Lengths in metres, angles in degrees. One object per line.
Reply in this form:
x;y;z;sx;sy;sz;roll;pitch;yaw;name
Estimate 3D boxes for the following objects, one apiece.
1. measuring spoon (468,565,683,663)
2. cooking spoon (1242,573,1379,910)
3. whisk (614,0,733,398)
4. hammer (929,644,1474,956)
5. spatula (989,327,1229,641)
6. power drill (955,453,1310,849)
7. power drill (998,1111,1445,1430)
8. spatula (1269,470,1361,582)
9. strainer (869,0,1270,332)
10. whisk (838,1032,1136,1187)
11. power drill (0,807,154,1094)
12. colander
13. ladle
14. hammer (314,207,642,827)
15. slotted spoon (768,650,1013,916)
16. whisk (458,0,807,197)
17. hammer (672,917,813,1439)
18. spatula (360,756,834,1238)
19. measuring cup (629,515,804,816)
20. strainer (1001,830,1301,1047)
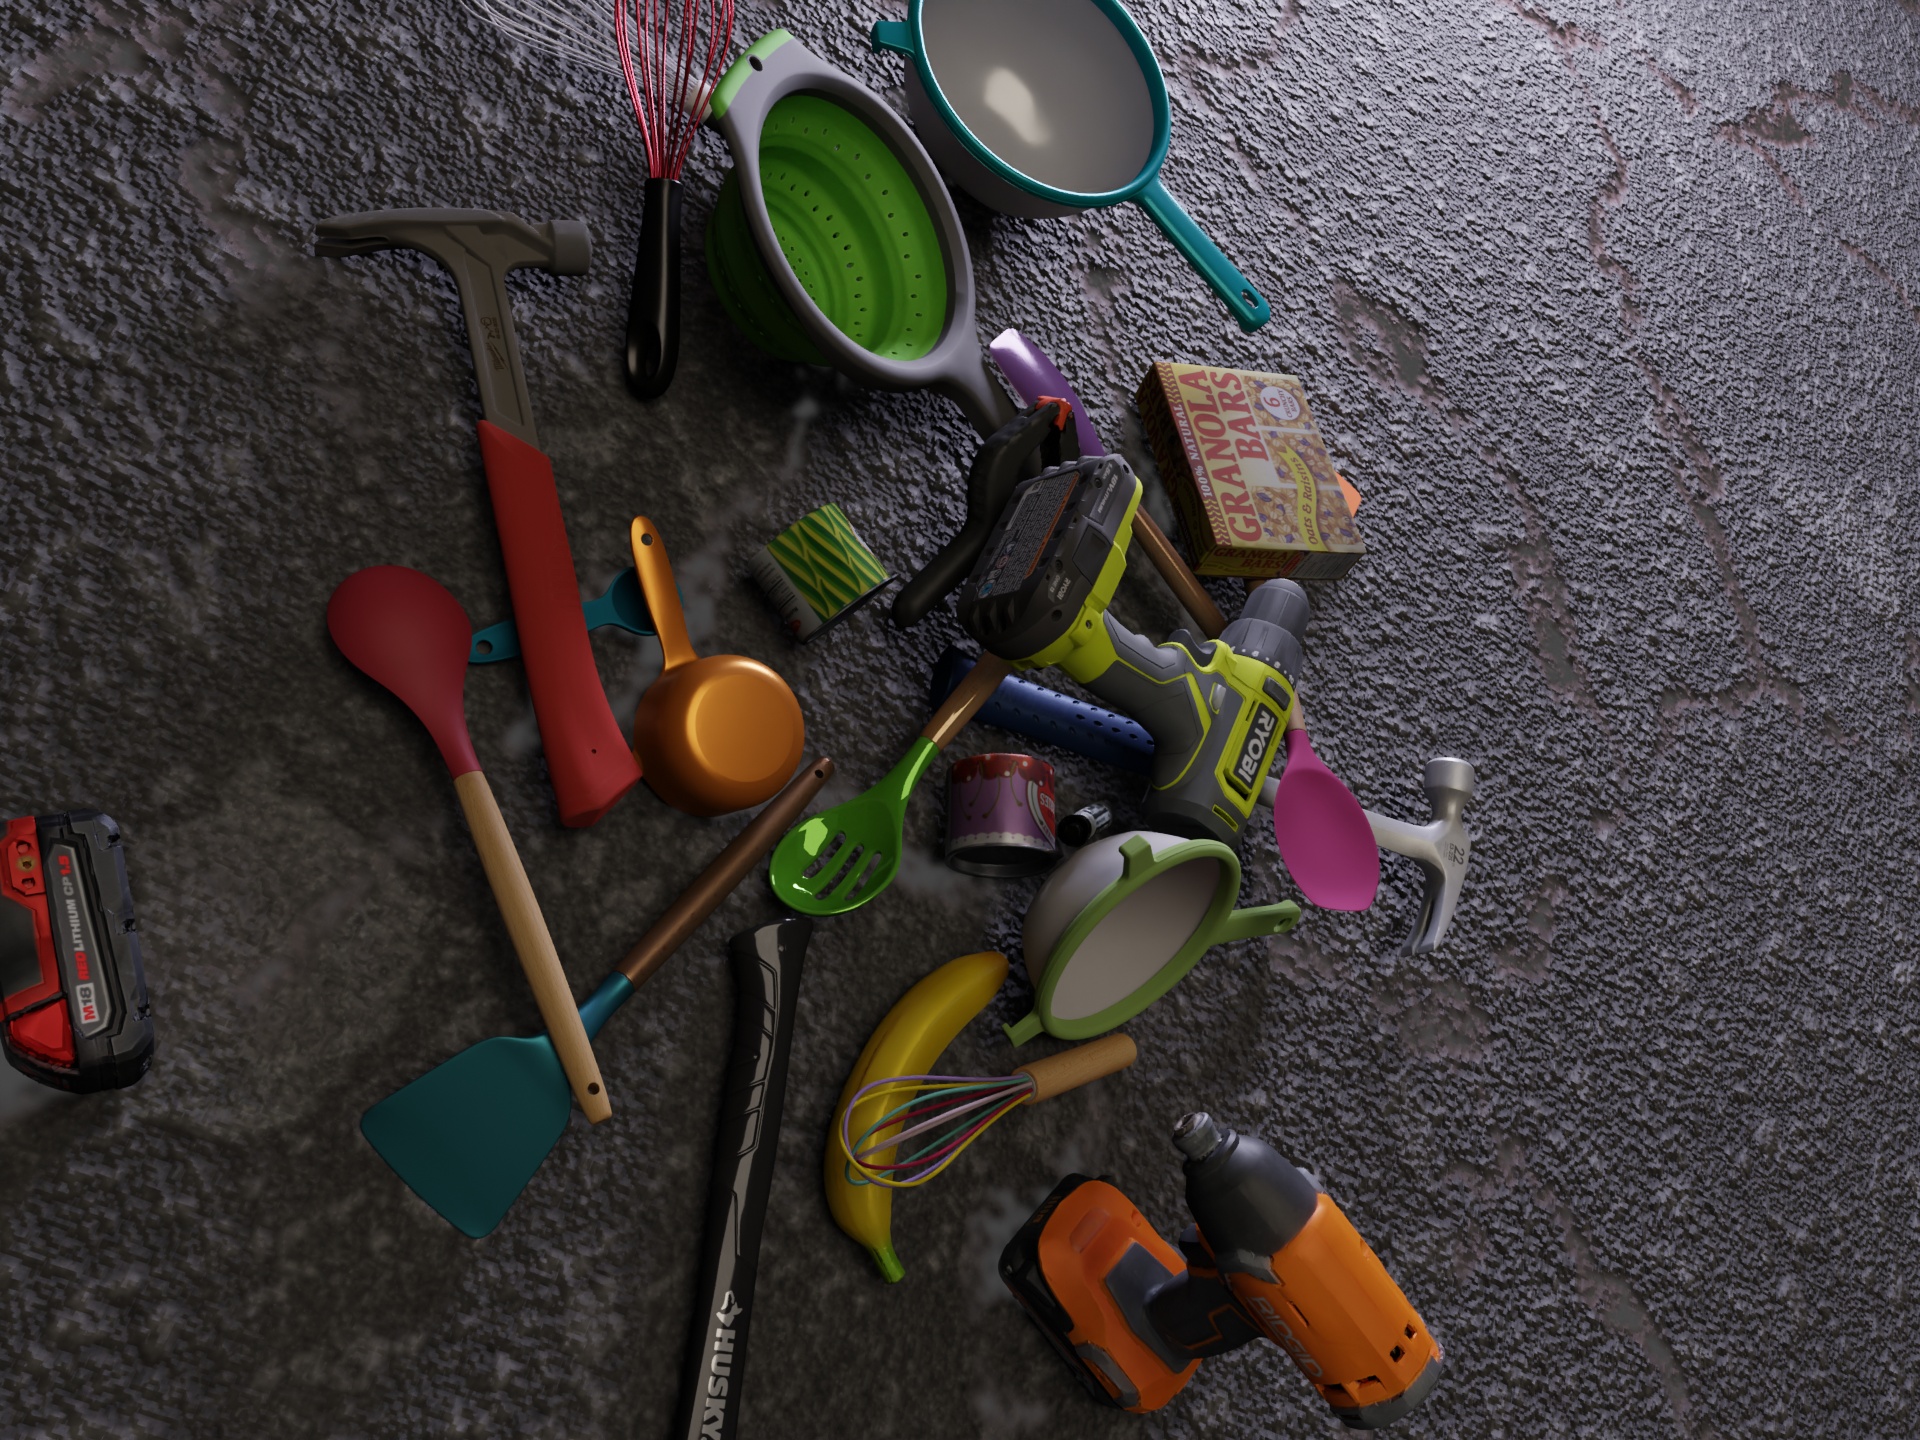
-0.216;-0.052;0.880;0.128;0.021;0.042;-20;80;-26;measuring spoon
0.217;-0.010;1.053;0.068;0.017;0.319;6;50;-14;cooking spoon
-0.177;-0.340;0.953;0.073;0.073;0.296;4;89;-30;whisk
0.168;0.041;1.041;0.405;0.035;0.144;19;68;-19;hammer
0.122;-0.130;1.063;0.315;0.018;0.060;52;40;-11;spatula
0.121;-0.054;0.963;0.228;0.080;0.191;40;63;-28;power drill
0.116;0.278;0.814;0.084;0.226;0.164;-40;94;-36;power drill
0.222;-0.086;1.151;0.081;0.041;0.323;37;61;-12;spatula
0.084;-0.395;1.147;0.340;0.095;0.211;45;58;-11;strainer
0.023;0.209;0.871;0.245;0.047;0.051;-5;110;-49;whisk
-0.448;0.134;0.628;0.226;0.080;0.188;-9;76;-30;power drill
-0.043;-0.233;1.019;0.396;0.094;0.205;50;43;-27;colander
-0.237;0.052;0.788;0.069;0.031;0.315;-16;73;-34;ladle
-0.244;-0.116;0.858;0.149;0.036;0.359;-8;74;-25;hammer
-0.001;-0.003;0.940;0.070;0.031;0.314;27;64;25;slotted spoon
-0.193;-0.414;1.012;0.284;0.070;0.070;28;59;-24;whisk
-0.109;0.260;0.805;0.146;0.035;0.335;18;63;-24;hammer
-0.165;0.121;0.832;0.082;0.044;0.317;46;51;-5;spatula
-0.141;-0.033;0.869;0.095;0.052;0.173;-20;96;-35;measuring cup
0.123;0.113;0.977;0.256;0.151;0.069;2;36;-49;strainer
